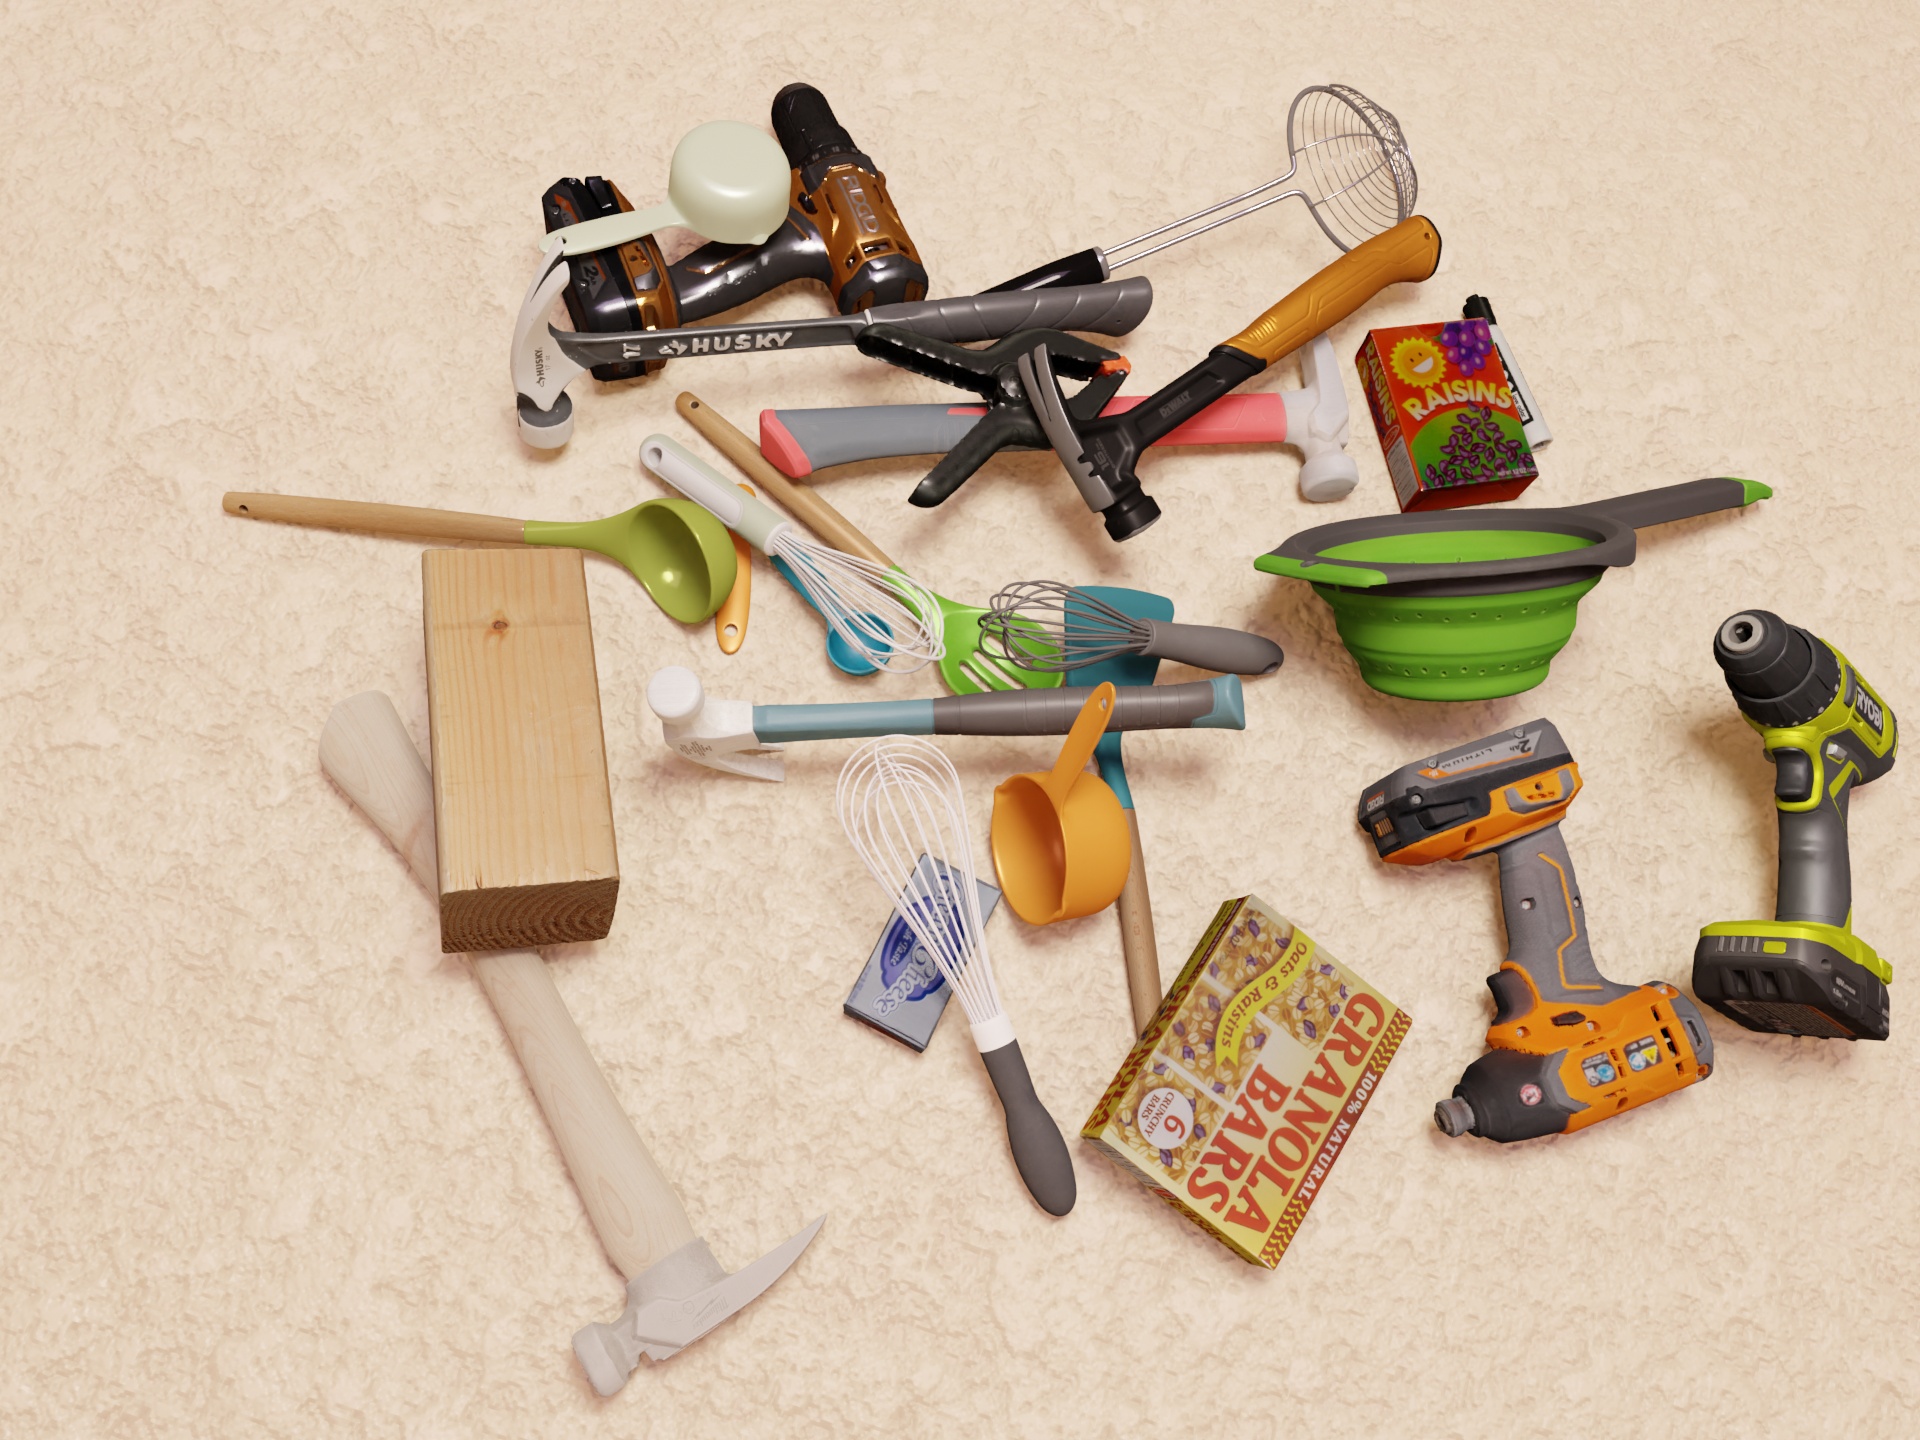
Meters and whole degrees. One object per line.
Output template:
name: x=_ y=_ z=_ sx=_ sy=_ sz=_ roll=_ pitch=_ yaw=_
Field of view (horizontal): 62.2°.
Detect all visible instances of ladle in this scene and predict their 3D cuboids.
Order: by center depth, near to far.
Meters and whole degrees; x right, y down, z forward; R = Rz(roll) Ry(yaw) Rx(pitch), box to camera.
ladle: x=-0.293 y=-0.111 z=0.965 sx=0.320 sy=0.078 sz=0.062 roll=6 pitch=35 yaw=1

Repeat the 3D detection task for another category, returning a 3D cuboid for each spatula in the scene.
spatula: x=0.104 y=0.076 z=0.944 sx=0.082 sy=0.044 sz=0.318 roll=4 pitch=70 yaw=-31

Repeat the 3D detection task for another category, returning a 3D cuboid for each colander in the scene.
colander: x=0.370 y=-0.084 z=1.001 sx=0.397 sy=0.205 sz=0.094 roll=-13 pitch=107 yaw=-26

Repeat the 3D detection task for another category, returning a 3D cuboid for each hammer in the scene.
hammer: x=-0.234 y=0.151 z=0.888 sx=0.146 sy=0.038 sz=0.411 roll=-30 pitch=76 yaw=-16
hammer: x=-0.001 y=-0.003 z=0.903 sx=0.331 sy=0.128 sz=0.033 roll=-2 pitch=72 yaw=0
hammer: x=-0.071 y=-0.247 z=0.990 sx=0.409 sy=0.149 sz=0.036 roll=-9 pitch=63 yaw=-17
hammer: x=0.188 y=-0.248 z=1.016 sx=0.337 sy=0.034 sz=0.127 roll=-36 pitch=100 yaw=-24
hammer: x=0.063 y=-0.206 z=1.032 sx=0.386 sy=0.038 sz=0.143 roll=-4 pitch=70 yaw=-10

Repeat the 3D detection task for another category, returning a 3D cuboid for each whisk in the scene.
whisk: x=0.007 y=0.142 z=0.881 sx=0.070 sy=0.070 sz=0.284 roll=-22 pitch=91 yaw=-13
whisk: x=0.107 y=-0.047 z=0.942 sx=0.238 sy=0.055 sz=0.055 roll=6 pitch=67 yaw=-37
whisk: x=-0.106 y=-0.106 z=0.970 sx=0.246 sy=0.059 sz=0.057 roll=36 pitch=113 yaw=18

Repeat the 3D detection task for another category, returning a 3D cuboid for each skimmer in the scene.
skimmer: x=0.149 y=-0.331 z=1.097 sx=0.363 sy=0.090 sz=0.127 roll=-22 pitch=95 yaw=-2

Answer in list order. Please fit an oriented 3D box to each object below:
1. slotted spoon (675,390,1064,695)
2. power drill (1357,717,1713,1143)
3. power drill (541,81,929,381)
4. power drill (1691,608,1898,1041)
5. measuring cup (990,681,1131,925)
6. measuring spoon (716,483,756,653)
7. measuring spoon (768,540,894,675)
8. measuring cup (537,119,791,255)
slotted spoon: x=-0.063 y=-0.110 z=1.002 sx=0.314 sy=0.031 sz=0.070 roll=40 pitch=71 yaw=10
power drill: x=0.320 y=0.128 z=0.931 sx=0.164 sy=0.084 sz=0.227 roll=-18 pitch=78 yaw=-12
power drill: x=-0.154 y=-0.327 z=1.043 sx=0.226 sy=0.084 sz=0.185 roll=-18 pitch=71 yaw=-16
power drill: x=0.487 y=0.059 z=0.932 sx=0.190 sy=0.080 sz=0.229 roll=27 pitch=68 yaw=-40
measuring cup: x=0.072 y=0.042 z=0.891 sx=0.052 sy=0.173 sz=0.095 roll=-4 pitch=47 yaw=-28
measuring spoon: x=-0.141 y=-0.097 z=0.997 sx=0.021 sy=0.011 sz=0.117 roll=3 pitch=70 yaw=-5
measuring spoon: x=-0.087 y=-0.075 z=0.996 sx=0.042 sy=0.021 sz=0.129 roll=-35 pitch=69 yaw=-13
measuring cup: x=-0.179 y=-0.320 z=0.969 sx=0.167 sy=0.038 sz=0.083 roll=-26 pitch=72 yaw=-25
